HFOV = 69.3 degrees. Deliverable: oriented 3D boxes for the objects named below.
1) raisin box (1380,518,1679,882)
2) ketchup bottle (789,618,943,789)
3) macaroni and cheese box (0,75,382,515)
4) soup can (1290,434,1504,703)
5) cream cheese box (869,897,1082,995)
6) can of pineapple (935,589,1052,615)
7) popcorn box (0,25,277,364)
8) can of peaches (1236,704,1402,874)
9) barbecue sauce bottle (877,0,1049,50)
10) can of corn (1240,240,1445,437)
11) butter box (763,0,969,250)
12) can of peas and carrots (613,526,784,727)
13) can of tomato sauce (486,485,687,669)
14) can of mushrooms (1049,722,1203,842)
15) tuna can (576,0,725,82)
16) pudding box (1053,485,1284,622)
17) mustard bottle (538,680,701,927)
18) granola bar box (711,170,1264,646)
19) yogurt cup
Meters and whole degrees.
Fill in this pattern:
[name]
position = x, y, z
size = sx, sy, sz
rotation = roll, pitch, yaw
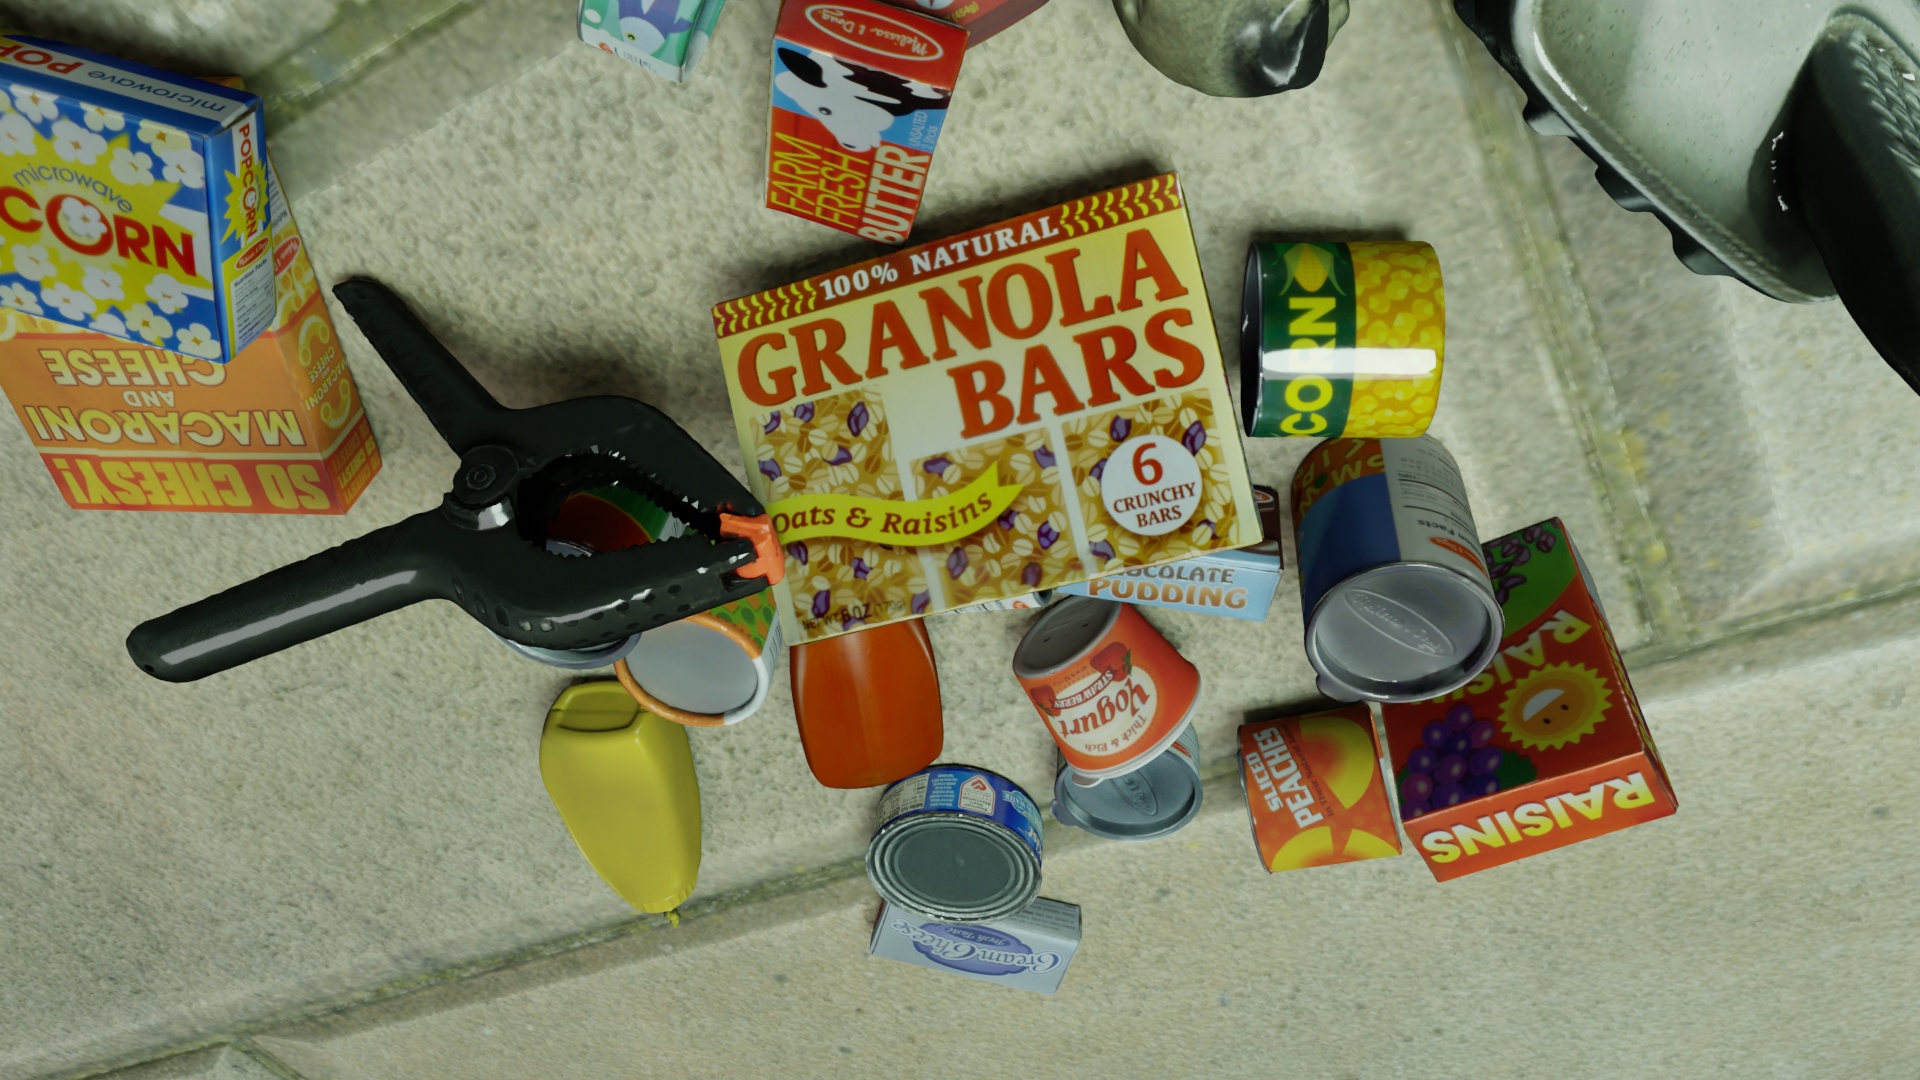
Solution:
[raisin box]
position = 0.203, 0.057, 0.520
size = 0.086, 0.124, 0.040
rotation = -24, 122, 24
[ketchup bottle]
position = -0.044, 0.040, 0.588
size = 0.065, 0.044, 0.148
rotation = -14, 129, -11
[macaroni and cheese box]
position = -0.307, -0.088, 0.526
size = 0.124, 0.040, 0.165
rotation = 1, 128, 6
[soup can]
position = 0.155, 0.009, 0.512
size = 0.071, 0.084, 0.071
rotation = 4, 129, 5
[cream cheese box]
position = 0.008, 0.206, 0.731
size = 0.104, 0.024, 0.053
rotation = 14, 130, -4
[can of pineapple]
position = 0.002, -0.007, 0.534
size = 0.058, 0.071, 0.070
rotation = -6, 128, 12
[popcorn box]
position = -0.294, -0.116, 0.451
size = 0.127, 0.038, 0.084
rotation = 14, 129, -5
[can of peaches]
position = 0.155, 0.107, 0.602
size = 0.058, 0.071, 0.071
rotation = -12, 126, 16
[barbecue sauce bottle]
position = -0.029, -0.210, 0.386
size = 0.064, 0.044, 0.148
rotation = -16, 125, 29
[can of corn]
position = 0.126, -0.066, 0.464
size = 0.058, 0.071, 0.070
rotation = 1, 129, 6
[butter box]
position = -0.033, -0.129, 0.432
size = 0.053, 0.024, 0.103
rotation = 16, 164, -5
[can of peas and carrots]
position = -0.109, 0.036, 0.587
size = 0.071, 0.059, 0.070
rotation = 4, 129, 5
[can of tomato sauce]
position = -0.147, -0.003, 0.544
size = 0.071, 0.083, 0.070
rotation = 4, 129, 5
[can of mushrooms]
position = 0.074, 0.104, 0.634
size = 0.071, 0.034, 0.070
rotation = 3, 130, 4
[tuna can]
position = -0.084, -0.174, 0.409
size = 0.033, 0.071, 0.070
rotation = 23, 128, -12
[pudding box]
position = 0.080, 0.000, 0.538
size = 0.084, 0.050, 0.030
rotation = 8, 131, 2
[mustard bottle]
position = -0.159, 0.138, 0.683
size = 0.065, 0.049, 0.159
rotation = 1, 130, 7
[granola bar box]
position = 0.009, -0.041, 0.476
size = 0.165, 0.039, 0.124
rotation = -13, 88, 14
[yogurt cup]
position = 0.059, 0.057, 0.579
size = 0.072, 0.073, 0.054
rotation = -28, 112, 27
